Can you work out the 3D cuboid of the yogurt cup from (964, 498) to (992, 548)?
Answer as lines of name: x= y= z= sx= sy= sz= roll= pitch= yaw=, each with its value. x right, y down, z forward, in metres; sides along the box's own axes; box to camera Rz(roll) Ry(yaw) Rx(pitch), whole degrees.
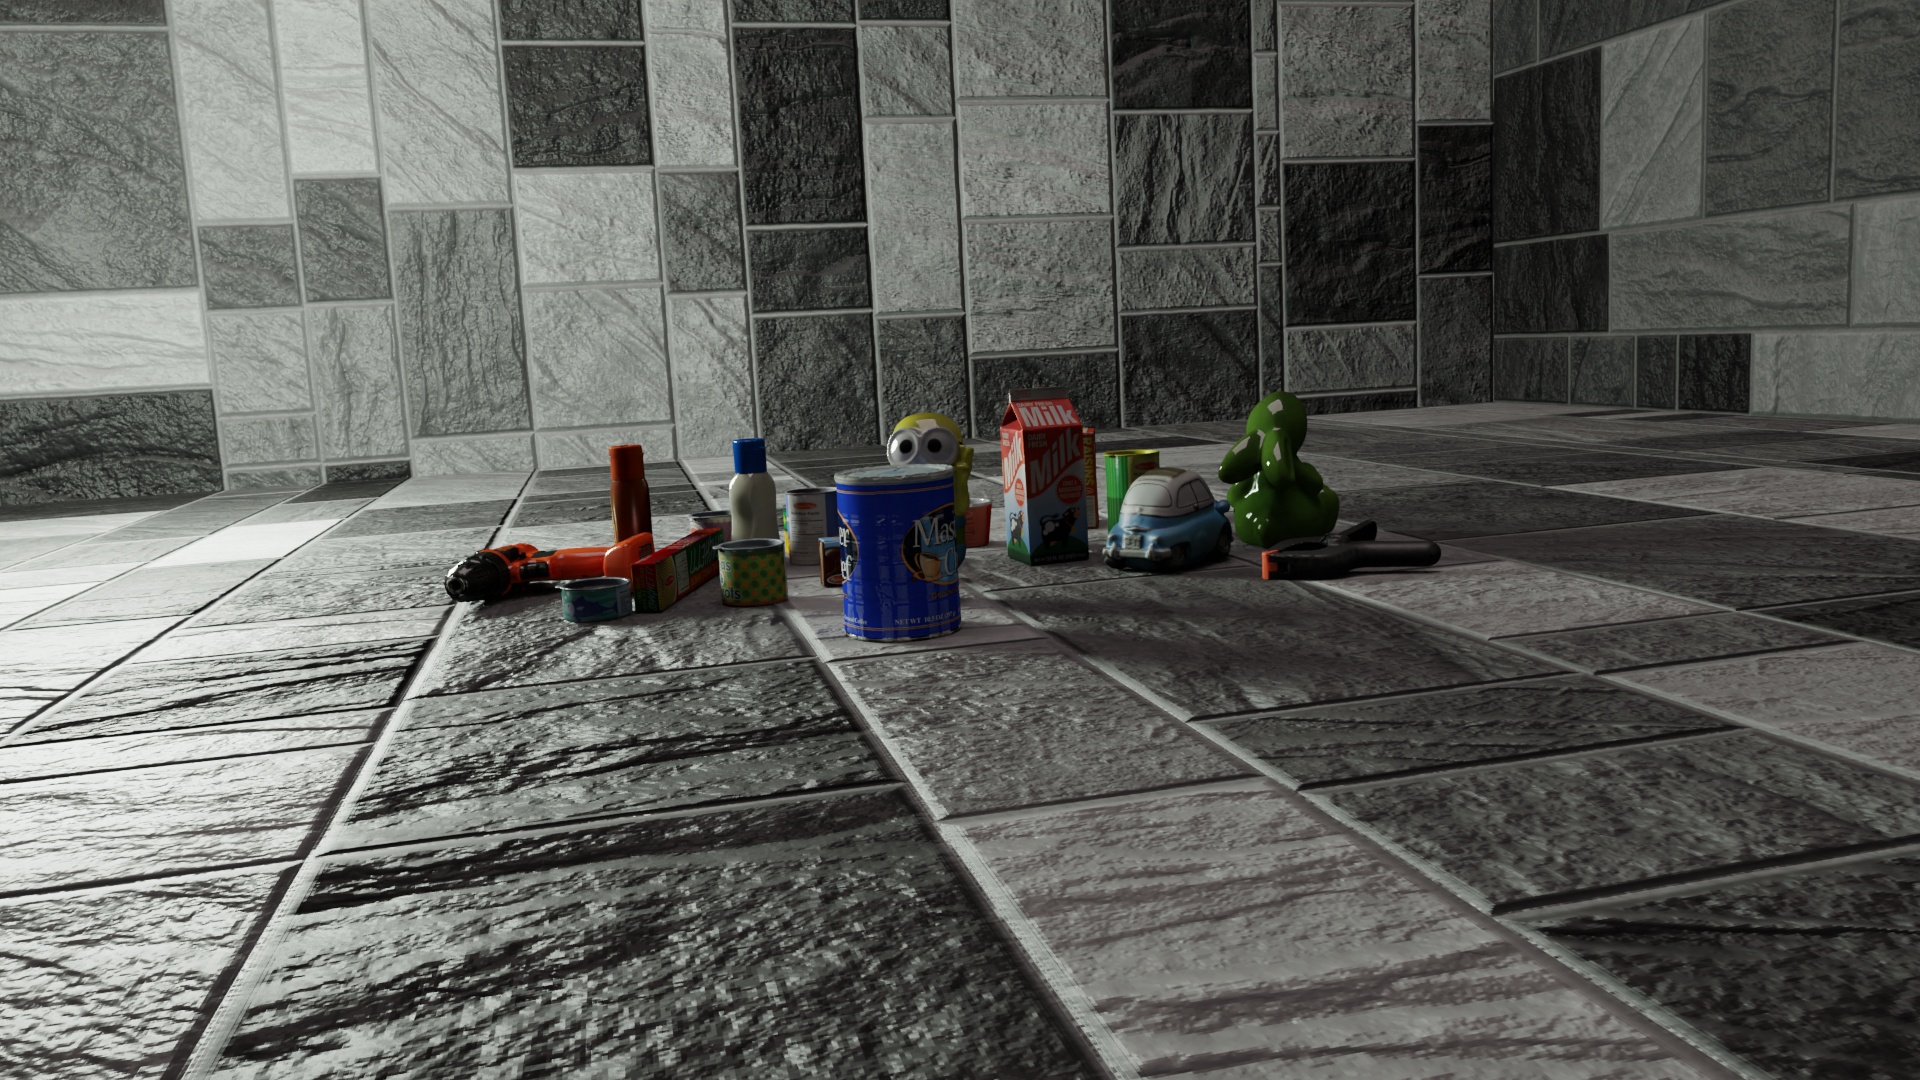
yogurt cup: x=0.006 y=-0.021 z=1.674 sx=0.072 sy=0.054 sz=0.072 roll=-3 pitch=8 yaw=1

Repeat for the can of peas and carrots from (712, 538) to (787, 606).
can of peas and carrots: x=-0.207 y=0.032 z=1.374 sx=0.071 sy=0.058 sz=0.071 roll=-3 pitch=8 yaw=1

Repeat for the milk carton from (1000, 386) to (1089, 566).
milk carton: x=0.091 y=-0.073 z=1.530 sx=0.072 sy=0.190 sz=0.073 roll=-6 pitch=8 yaw=-18

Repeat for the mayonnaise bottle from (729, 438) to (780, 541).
mayonnaise bottle: x=-0.234 y=-0.041 z=1.567 sx=0.041 sy=0.147 sz=0.065 roll=1 pitch=9 yaw=27

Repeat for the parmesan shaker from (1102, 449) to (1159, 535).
parmesan shaker: x=0.205 y=-0.055 z=1.667 sx=0.071 sy=0.103 sz=0.071 roll=-3 pitch=8 yaw=1

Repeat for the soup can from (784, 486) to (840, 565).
soup can: x=-0.167 y=-0.018 z=1.610 sx=0.071 sy=0.083 sz=0.071 roll=-3 pitch=8 yaw=1

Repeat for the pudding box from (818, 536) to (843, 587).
pudding box: x=-0.105 y=0.019 z=1.452 sx=0.084 sy=0.049 sz=0.030 roll=-5 pitch=8 yaw=-17

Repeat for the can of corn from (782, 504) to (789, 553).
can of corn: x=-0.182 y=-0.016 z=1.690 sx=0.071 sy=0.058 sz=0.071 roll=-3 pitch=8 yaw=1

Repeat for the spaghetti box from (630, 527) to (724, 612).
spaghetti box: x=-0.292 y=0.028 z=1.460 sx=0.029 sy=0.050 sz=0.250 roll=-2 pitch=8 yaw=5

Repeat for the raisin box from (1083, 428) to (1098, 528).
raisin box: x=0.157 y=-0.081 z=1.792 sx=0.040 sy=0.123 sz=0.086 roll=-2 pitch=8 yaw=7

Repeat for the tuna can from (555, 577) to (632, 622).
tuna can: x=-0.353 y=0.057 z=1.341 sx=0.071 sy=0.032 sz=0.071 roll=-3 pitch=8 yaw=1

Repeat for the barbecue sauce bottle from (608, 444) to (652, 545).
barbecue sauce bottle: x=-0.369 y=-0.033 z=1.558 sx=0.044 sy=0.148 sz=0.065 roll=-4 pitch=8 yaw=-5

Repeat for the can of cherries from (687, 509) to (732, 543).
can of cherries: x=-0.288 y=-0.004 z=1.643 sx=0.071 sy=0.058 sz=0.071 roll=-3 pitch=8 yaw=1
